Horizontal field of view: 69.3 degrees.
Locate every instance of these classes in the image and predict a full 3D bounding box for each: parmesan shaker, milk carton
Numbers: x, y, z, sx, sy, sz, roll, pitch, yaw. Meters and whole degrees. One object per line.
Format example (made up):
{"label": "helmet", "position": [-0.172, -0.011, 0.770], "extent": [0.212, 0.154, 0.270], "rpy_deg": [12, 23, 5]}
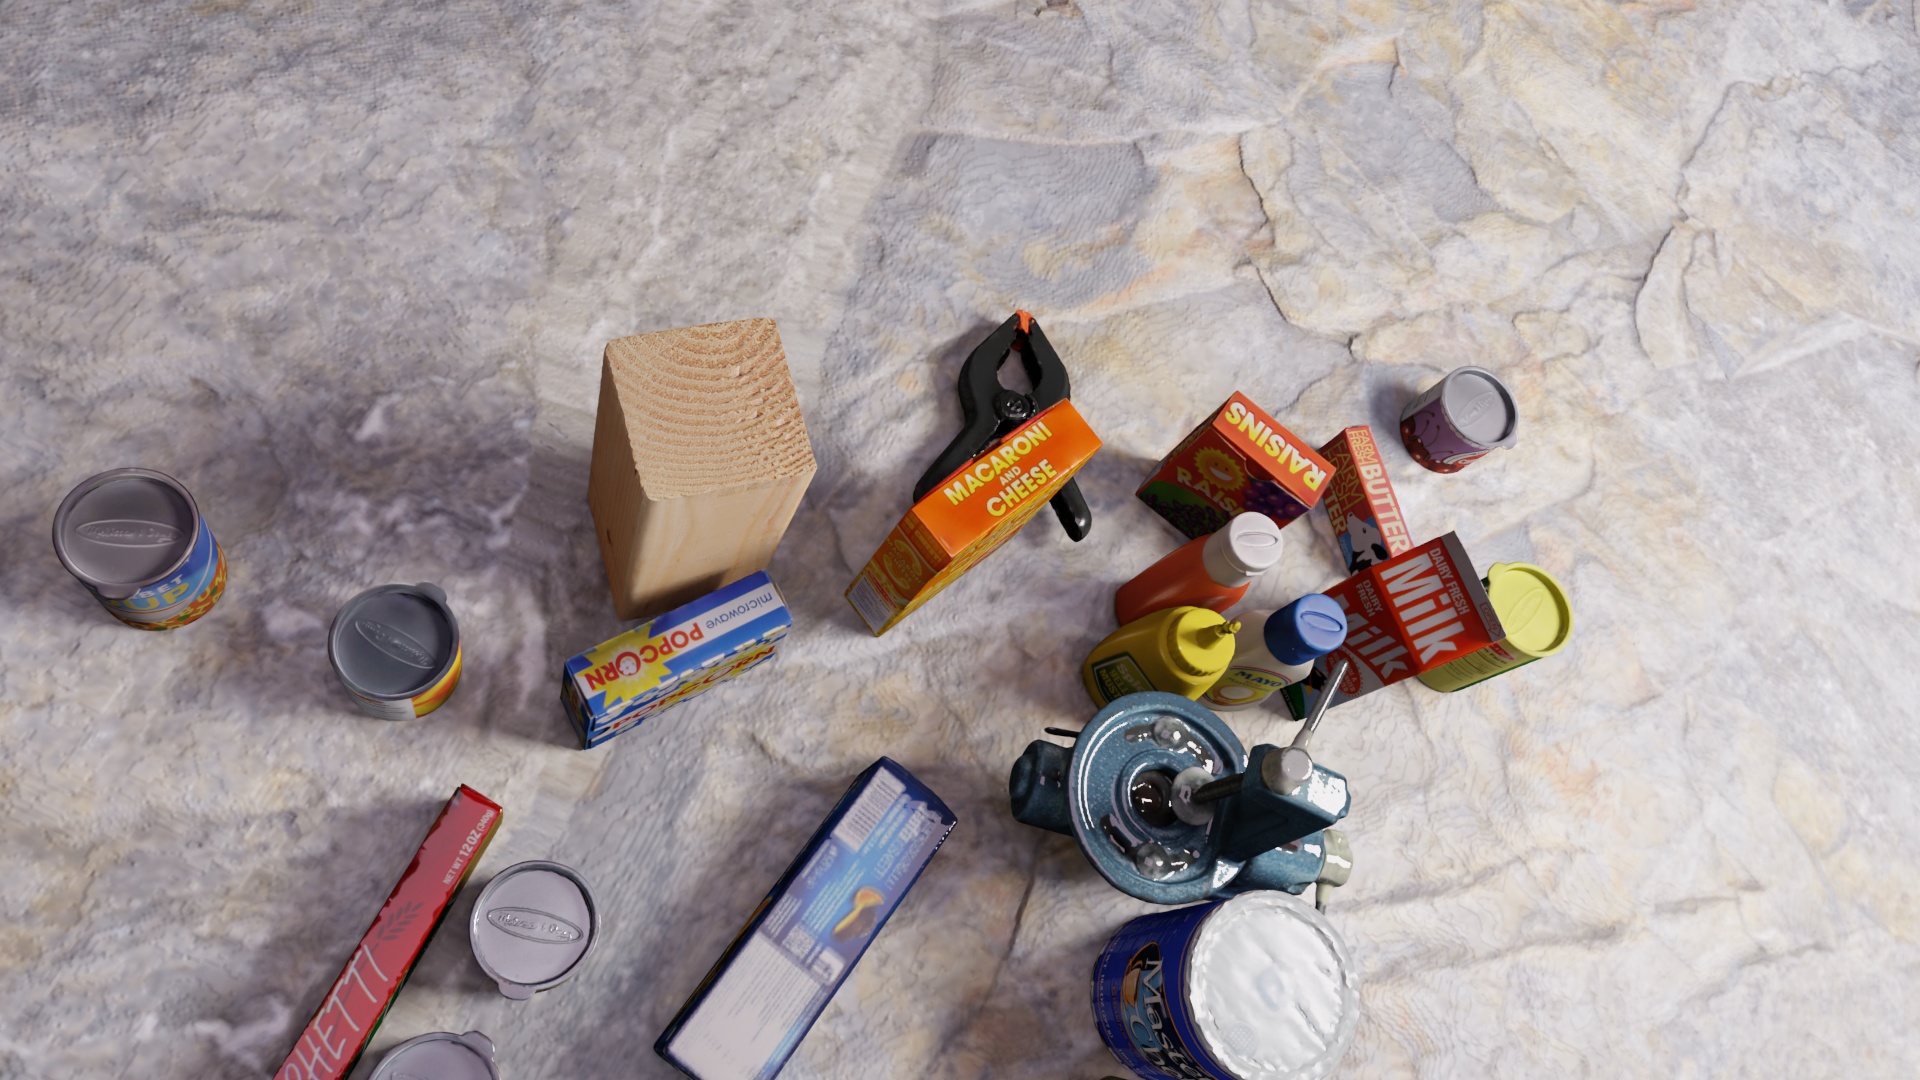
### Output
{"label": "parmesan shaker", "position": [0.363, 0.060, 0.967], "extent": [0.071, 0.102, 0.071], "rpy_deg": [6, 69, -16]}
{"label": "milk carton", "position": [0.275, 0.055, 0.893], "extent": [0.074, 0.189, 0.072], "rpy_deg": [-18, 77, -23]}

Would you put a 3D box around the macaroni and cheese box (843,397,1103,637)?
{"label": "macaroni and cheese box", "position": [0.003, -0.011, 0.843], "extent": [0.124, 0.165, 0.040], "rpy_deg": [-37, 85, -26]}

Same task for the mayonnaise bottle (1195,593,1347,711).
{"label": "mayonnaise bottle", "position": [0.190, 0.072, 0.882], "extent": [0.065, 0.147, 0.041], "rpy_deg": [17, 66, -11]}

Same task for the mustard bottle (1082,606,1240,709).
{"label": "mustard bottle", "position": [0.128, 0.073, 0.855], "extent": [0.049, 0.159, 0.065], "rpy_deg": [-35, 84, -25]}

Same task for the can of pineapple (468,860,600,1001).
{"label": "can of pineapple", "position": [-0.230, 0.210, 0.745], "extent": [0.071, 0.057, 0.071], "rpy_deg": [6, 69, -16]}

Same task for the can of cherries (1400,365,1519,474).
{"label": "can of cherries", "position": [0.379, -0.088, 1.053], "extent": [0.071, 0.058, 0.072], "rpy_deg": [6, 69, -16]}

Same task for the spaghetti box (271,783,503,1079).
{"label": "spaghetti box", "position": [-0.313, 0.244, 0.710], "extent": [0.029, 0.050, 0.251], "rpy_deg": [29, 64, -6]}

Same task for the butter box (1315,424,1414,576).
{"label": "butter box", "position": [0.289, -0.027, 1.004], "extent": [0.024, 0.053, 0.103], "rpy_deg": [-10, 74, -21]}

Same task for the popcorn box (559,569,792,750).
{"label": "popcorn box", "position": [-0.165, 0.069, 0.804], "extent": [0.127, 0.085, 0.038], "rpy_deg": [-26, 80, -24]}

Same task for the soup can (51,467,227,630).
{"label": "soup can", "position": [-0.435, 0.009, 0.740], "extent": [0.071, 0.083, 0.071], "rpy_deg": [6, 69, -16]}

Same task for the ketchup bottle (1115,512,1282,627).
{"label": "ketchup bottle", "position": [0.155, 0.025, 0.888], "extent": [0.065, 0.148, 0.043], "rpy_deg": [1, 70, -17]}

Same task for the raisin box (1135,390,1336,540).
{"label": "raisin box", "position": [0.182, -0.039, 0.935], "extent": [0.086, 0.123, 0.040], "rpy_deg": [40, 64, -1]}

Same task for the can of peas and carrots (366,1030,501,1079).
{"label": "can of peas and carrots", "position": [-0.266, 0.283, 0.706], "extent": [0.071, 0.058, 0.071], "rpy_deg": [6, 69, -16]}

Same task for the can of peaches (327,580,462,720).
{"label": "can of peaches", "position": [-0.312, 0.061, 0.775], "extent": [0.071, 0.058, 0.071], "rpy_deg": [6, 69, -16]}
